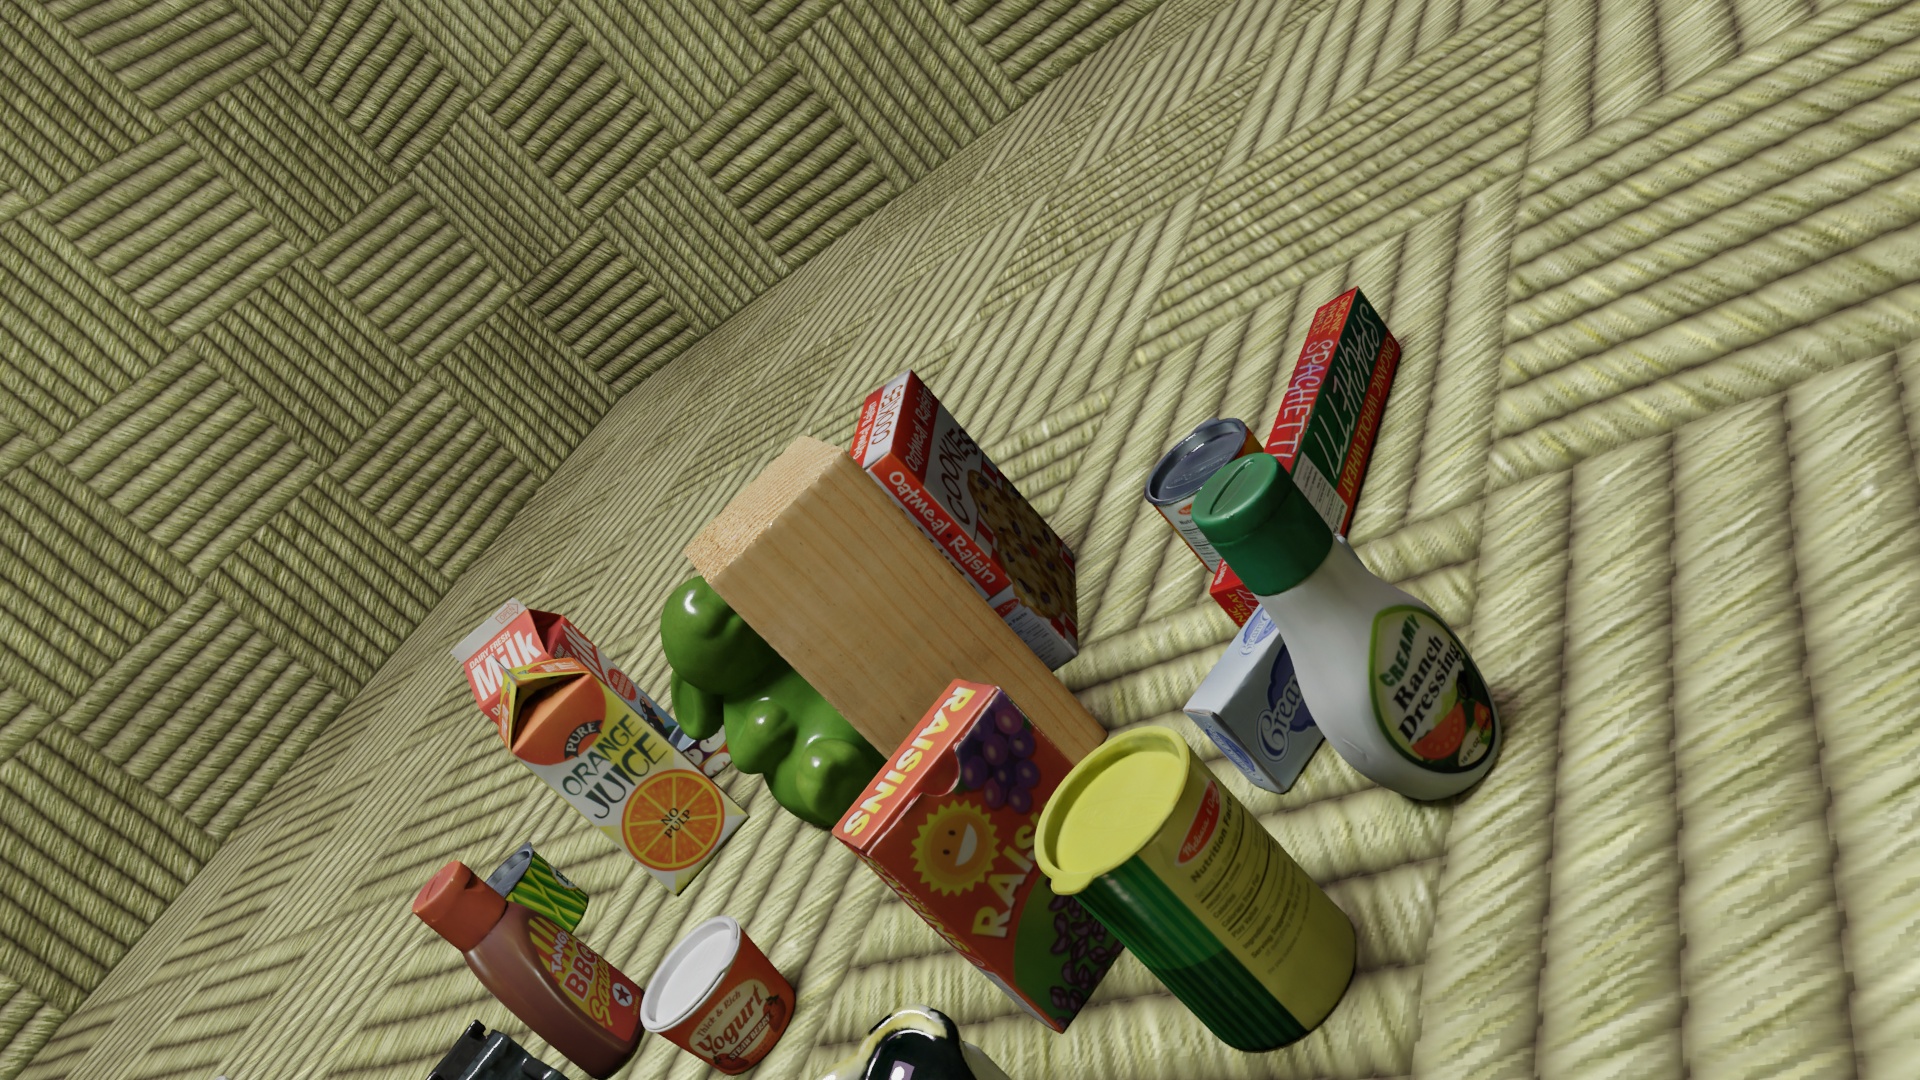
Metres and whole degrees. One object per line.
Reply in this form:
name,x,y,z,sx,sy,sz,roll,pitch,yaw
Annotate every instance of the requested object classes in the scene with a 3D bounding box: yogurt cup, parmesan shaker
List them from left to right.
yogurt cup,-0.124,0.238,0.721,0.072,0.054,0.073,-37,20,16
parmesan shaker,0.082,0.126,0.491,0.071,0.103,0.071,-37,20,16

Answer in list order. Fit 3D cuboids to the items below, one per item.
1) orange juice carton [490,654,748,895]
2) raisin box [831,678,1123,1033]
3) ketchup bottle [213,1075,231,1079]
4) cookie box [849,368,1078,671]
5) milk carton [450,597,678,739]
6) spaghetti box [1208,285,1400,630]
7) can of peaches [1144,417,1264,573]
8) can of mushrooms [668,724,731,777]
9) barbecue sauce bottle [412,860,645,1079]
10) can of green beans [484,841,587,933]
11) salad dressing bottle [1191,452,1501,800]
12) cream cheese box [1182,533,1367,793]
orange juice carton,-0.241,0.144,0.933,0.073,0.192,0.072,-48,20,-14
raisin box,0.020,0.129,0.573,0.086,0.123,0.040,-49,20,-18
ketchup bottle,-0.378,0.366,0.798,0.064,0.148,0.044,-24,27,43
cookie box,0.003,-0.010,0.829,0.040,0.167,0.123,-36,21,20
milk carton,-0.303,0.130,1.084,0.072,0.190,0.074,-40,20,9
spaghetti box,0.186,-0.044,0.726,0.028,0.050,0.251,-24,27,43
can of peaches,0.144,-0.025,0.755,0.071,0.058,0.071,-37,20,16
can of mushrooms,-0.194,0.152,1.066,0.071,0.033,0.071,-37,20,16
barbecue sauce bottle,-0.248,0.245,0.804,0.043,0.148,0.065,-39,20,10
can of green beans,-0.318,0.269,1.020,0.071,0.057,0.071,-37,20,16
salad dressing bottle,0.141,0.032,0.508,0.064,0.147,0.044,-51,21,-23
cream cheese box,0.146,0.052,0.599,0.104,0.053,0.024,-50,20,-19
